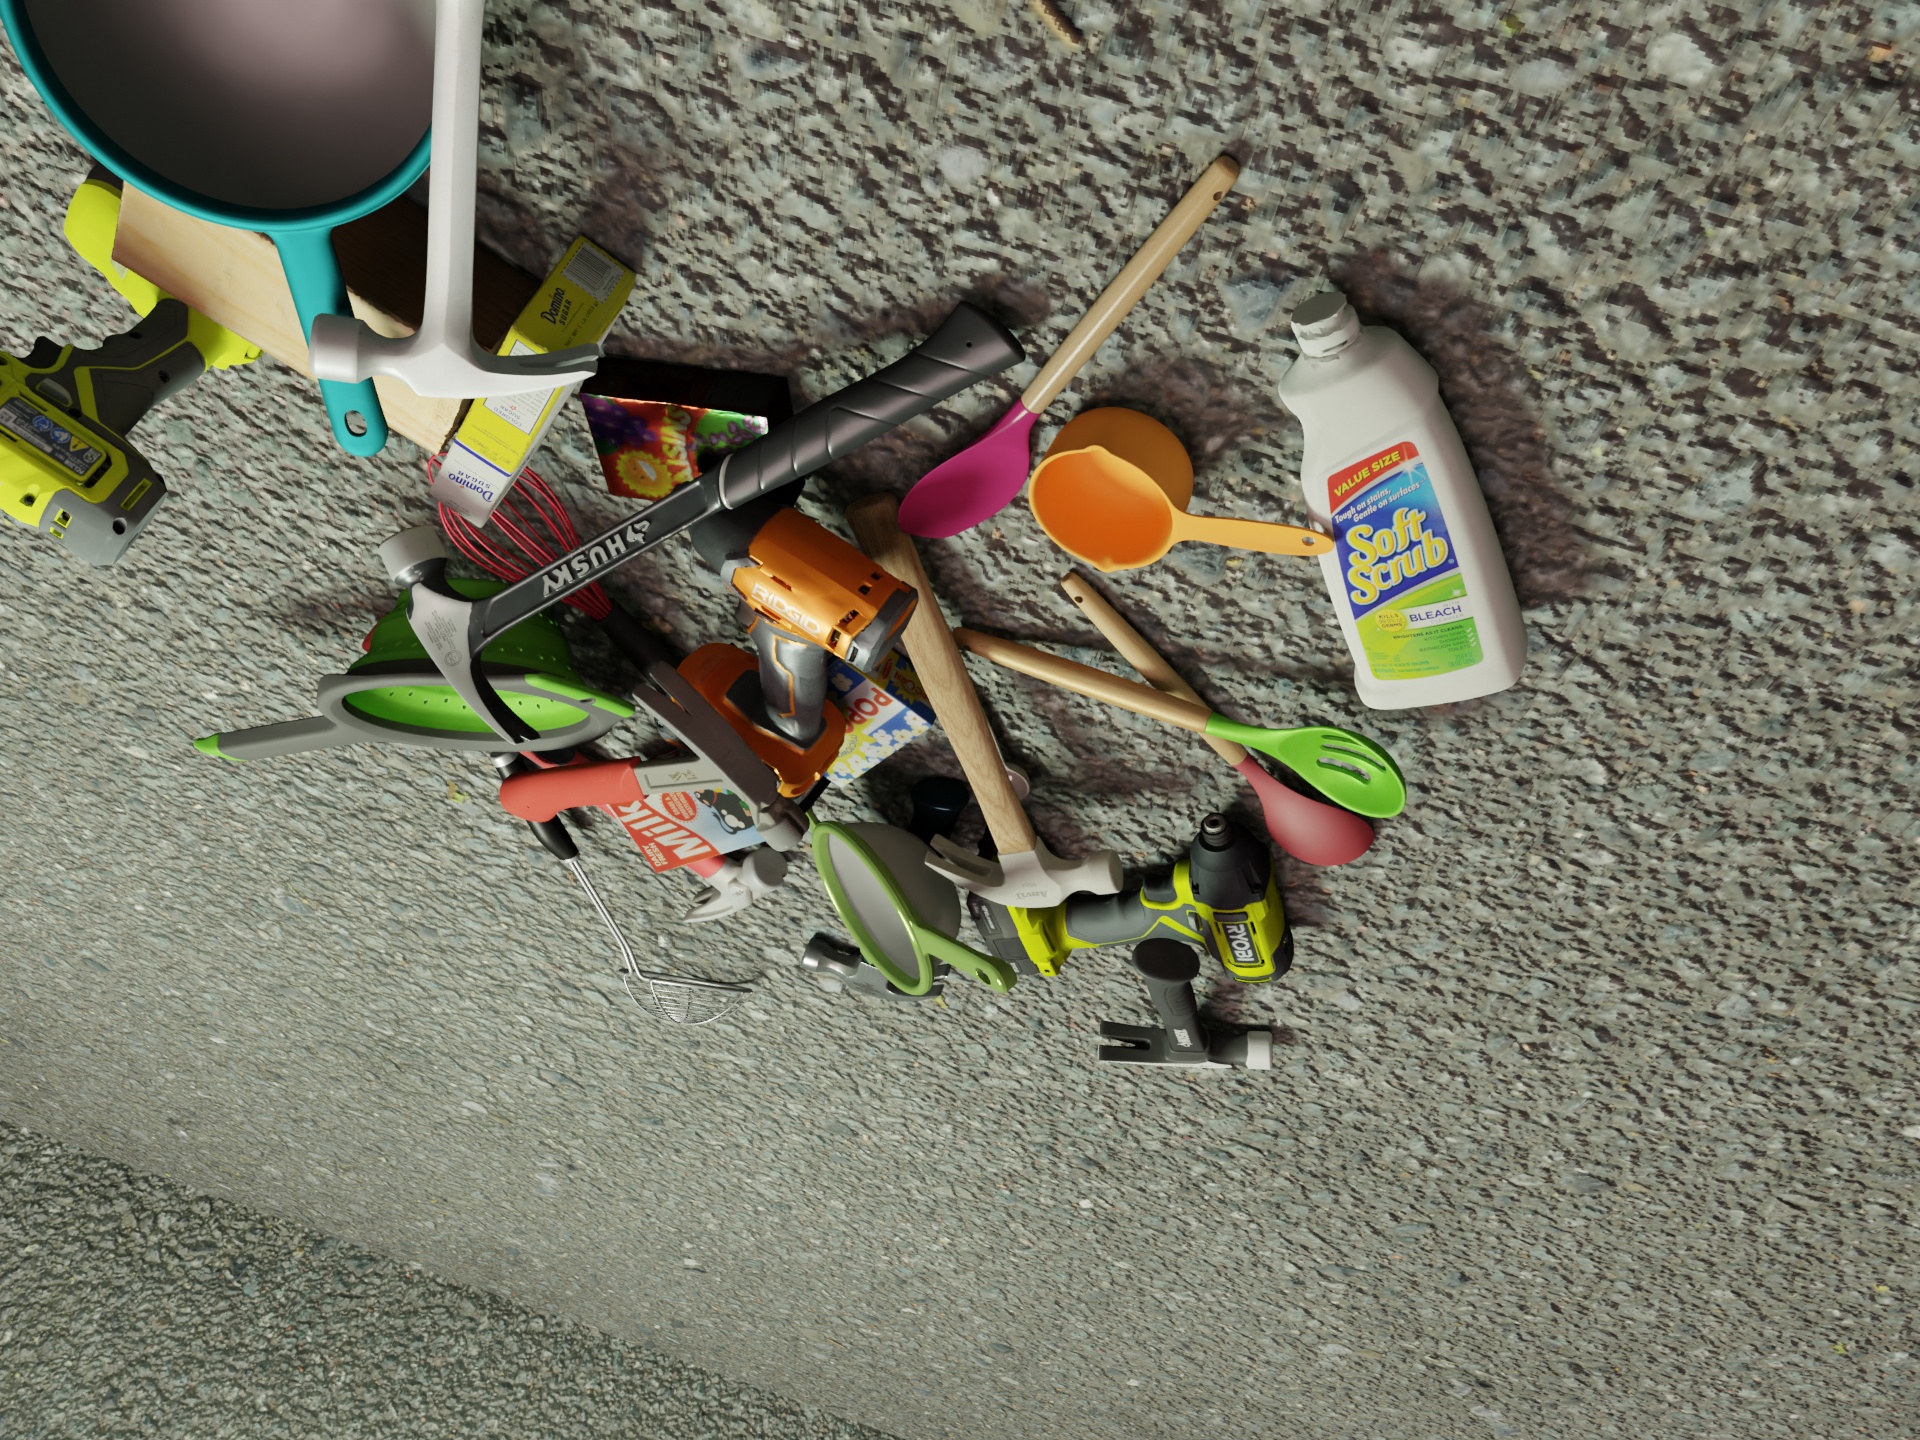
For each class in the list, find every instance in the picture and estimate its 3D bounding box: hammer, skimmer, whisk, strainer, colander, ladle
[{"bbox_3d":[-0.330,0.045,1.328,0.386,0.038,0.143,39,140,-22],"label":"hammer"},{"bbox_3d":[-0.223,-0.333,0.731,0.144,0.035,0.405,5,127,-15],"label":"hammer"},{"bbox_3d":[-0.310,0.149,1.452,0.127,0.090,0.363,3,130,38],"label":"skimmer"},{"bbox_3d":[-0.002,-0.003,1.072,0.130,0.031,0.331,-11,121,23],"label":"hammer"},{"bbox_3d":[-0.253,0.037,1.142,0.359,0.037,0.149,-7,130,51],"label":"hammer"},{"bbox_3d":[-0.265,-0.090,1.123,0.073,0.073,0.295,-8,141,31],"label":"whisk"},{"bbox_3d":[-0.342,-0.307,0.817,0.211,0.095,0.340,-6,128,-4],"label":"strainer"},{"bbox_3d":[-0.425,-0.035,1.188,0.397,0.094,0.204,-8,164,27],"label":"colander"},{"bbox_3d":[0.172,0.007,1.066,0.069,0.031,0.315,-23,123,43],"label":"ladle"},{"bbox_3d":[-0.049,0.147,1.328,0.128,0.033,0.330,21,142,0],"label":"hammer"},{"bbox_3d":[-0.018,0.138,1.166,0.256,0.069,0.151,18,134,56],"label":"strainer"},{"bbox_3d":[0.163,0.224,1.229,0.146,0.035,0.334,0,158,13],"label":"hammer"},{"bbox_3d":[-0.147,-0.124,0.918,0.409,0.036,0.149,-26,90,17],"label":"hammer"}]

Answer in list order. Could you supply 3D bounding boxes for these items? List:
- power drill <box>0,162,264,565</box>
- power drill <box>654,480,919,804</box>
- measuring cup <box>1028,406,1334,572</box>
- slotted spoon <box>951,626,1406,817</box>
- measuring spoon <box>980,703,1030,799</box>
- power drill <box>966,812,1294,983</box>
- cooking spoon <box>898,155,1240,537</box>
[{"bbox_3d":[-0.520,-0.223,0.929,0.190,0.229,0.080,37,139,-21],"label":"power drill"},{"bbox_3d":[-0.130,-0.052,1.027,0.164,0.084,0.226,34,142,4],"label":"power drill"},{"bbox_3d":[0.127,-0.127,0.890,0.174,0.052,0.095,12,143,18],"label":"measuring cup"},{"bbox_3d":[0.136,-0.009,1.024,0.314,0.031,0.070,20,146,17],"label":"slotted spoon"},{"bbox_3d":[0.019,0.009,1.149,0.034,0.018,0.124,-7,128,28],"label":"measuring spoon"},{"bbox_3d":[0.126,0.130,1.198,0.223,0.080,0.171,-3,137,22],"label":"power drill"},{"bbox_3d":[0.053,-0.191,0.878,0.068,0.017,0.318,4,150,-31],"label":"cooking spoon"}]
